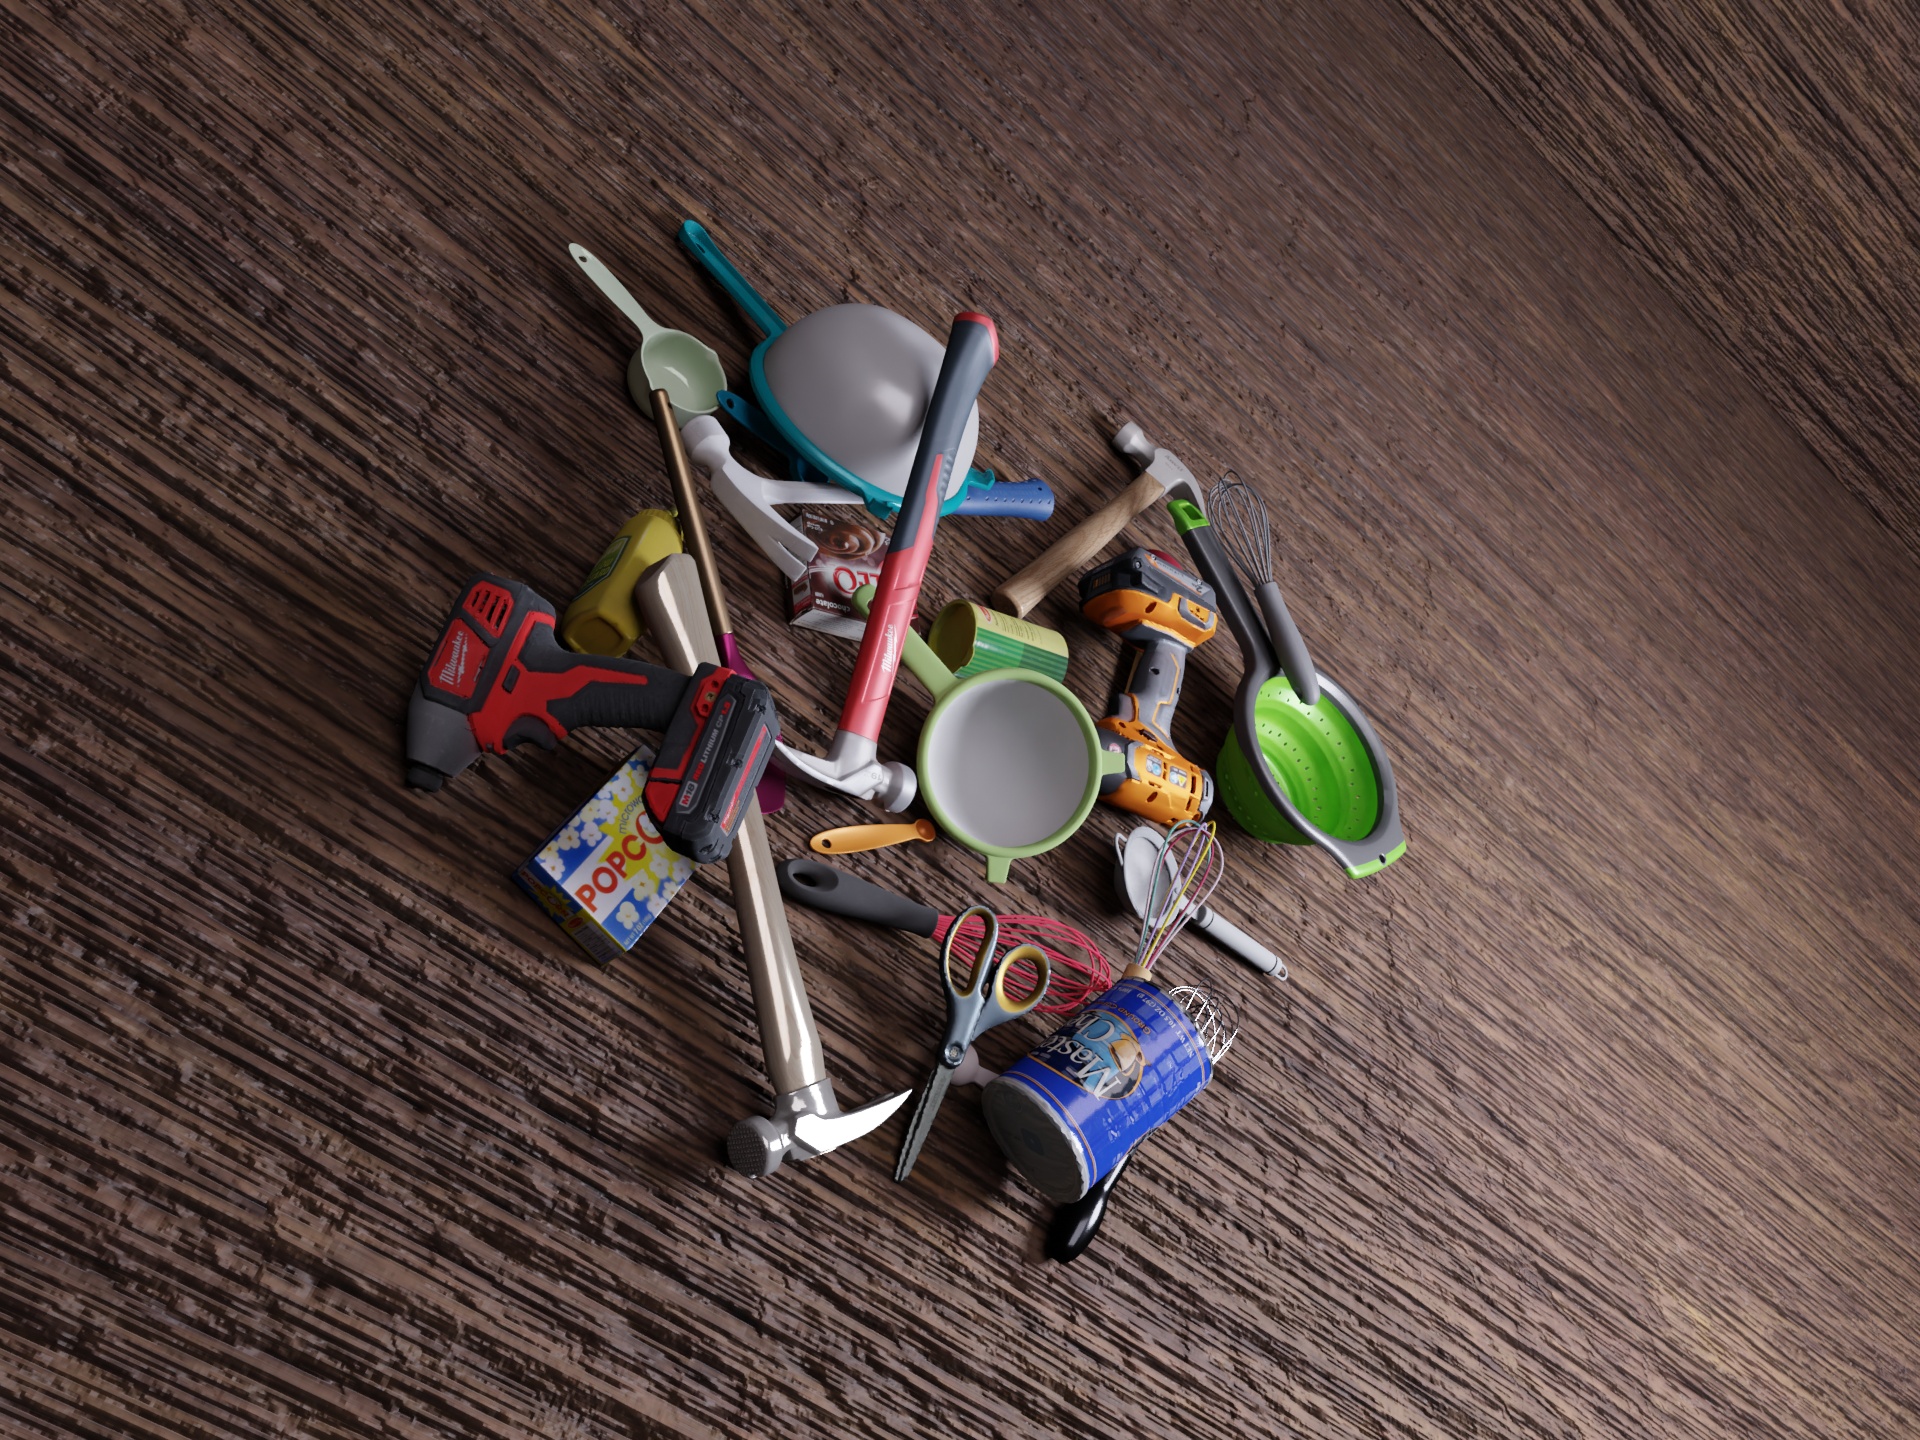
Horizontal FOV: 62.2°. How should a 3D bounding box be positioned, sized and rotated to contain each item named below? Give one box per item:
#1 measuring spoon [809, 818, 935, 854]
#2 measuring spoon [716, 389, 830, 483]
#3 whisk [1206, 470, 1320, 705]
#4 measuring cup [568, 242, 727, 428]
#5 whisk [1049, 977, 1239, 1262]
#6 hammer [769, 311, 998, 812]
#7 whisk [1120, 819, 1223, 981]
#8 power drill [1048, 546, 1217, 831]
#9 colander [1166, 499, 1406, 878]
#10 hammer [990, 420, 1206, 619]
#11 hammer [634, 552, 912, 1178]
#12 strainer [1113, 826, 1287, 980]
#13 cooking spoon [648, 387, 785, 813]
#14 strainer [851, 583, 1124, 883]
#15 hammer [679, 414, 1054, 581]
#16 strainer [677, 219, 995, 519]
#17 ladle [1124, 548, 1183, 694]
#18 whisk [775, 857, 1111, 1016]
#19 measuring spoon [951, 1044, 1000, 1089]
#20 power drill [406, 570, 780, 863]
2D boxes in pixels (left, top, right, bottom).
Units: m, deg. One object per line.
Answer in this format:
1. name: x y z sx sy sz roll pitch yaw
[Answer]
1. measuring spoon: -0.067 0.090 1.210 0.117 0.011 0.021 -5 62 -39
2. measuring spoon: -0.156 -0.227 1.288 0.128 0.021 0.042 34 55 -40
3. whisk: 0.288 -0.125 1.491 0.055 0.055 0.239 -7 73 -44
4. measuring cup: -0.255 -0.300 1.248 0.167 0.038 0.083 49 44 -6
5. whisk: 0.139 0.305 1.237 0.070 0.070 0.285 49 49 -9
6. hammer: -0.049 -0.135 1.193 0.143 0.038 0.386 25 75 -41
7. whisk: 0.154 0.181 1.285 0.051 0.047 0.245 44 62 -30
8. power drill: 0.149 -0.031 1.389 0.164 0.084 0.227 23 61 -32
9. colander: 0.274 -0.022 1.515 0.204 0.094 0.397 -15 75 -46
10. hammer: 0.131 -0.178 1.511 0.130 0.031 0.331 42 46 6
11. hammer: -0.139 0.086 1.076 0.146 0.038 0.411 -8 80 -51
12. strainer: 0.203 0.169 1.380 0.258 0.050 0.087 35 50 -29
13. cooking spoon: -0.180 -0.087 1.158 0.068 0.017 0.319 -14 90 -65
14. strainer: -0.002 -0.004 1.271 0.151 0.069 0.256 -42 94 -14
15. hammer: -0.047 -0.183 1.324 0.405 0.035 0.144 -8 56 -52
16. strainer: -0.102 -0.317 1.306 0.340 0.095 0.211 48 32 9
17. ladle: 0.168 -0.052 1.488 0.069 0.031 0.316 32 50 -16
18. whisk: -0.006 0.159 1.191 0.295 0.073 0.073 22 53 -23
19. measuring spoon: 0.035 0.273 1.186 0.124 0.018 0.034 35 48 -23
20. power drill: -0.237 0.005 0.999 0.219 0.078 0.143 20 75 6
